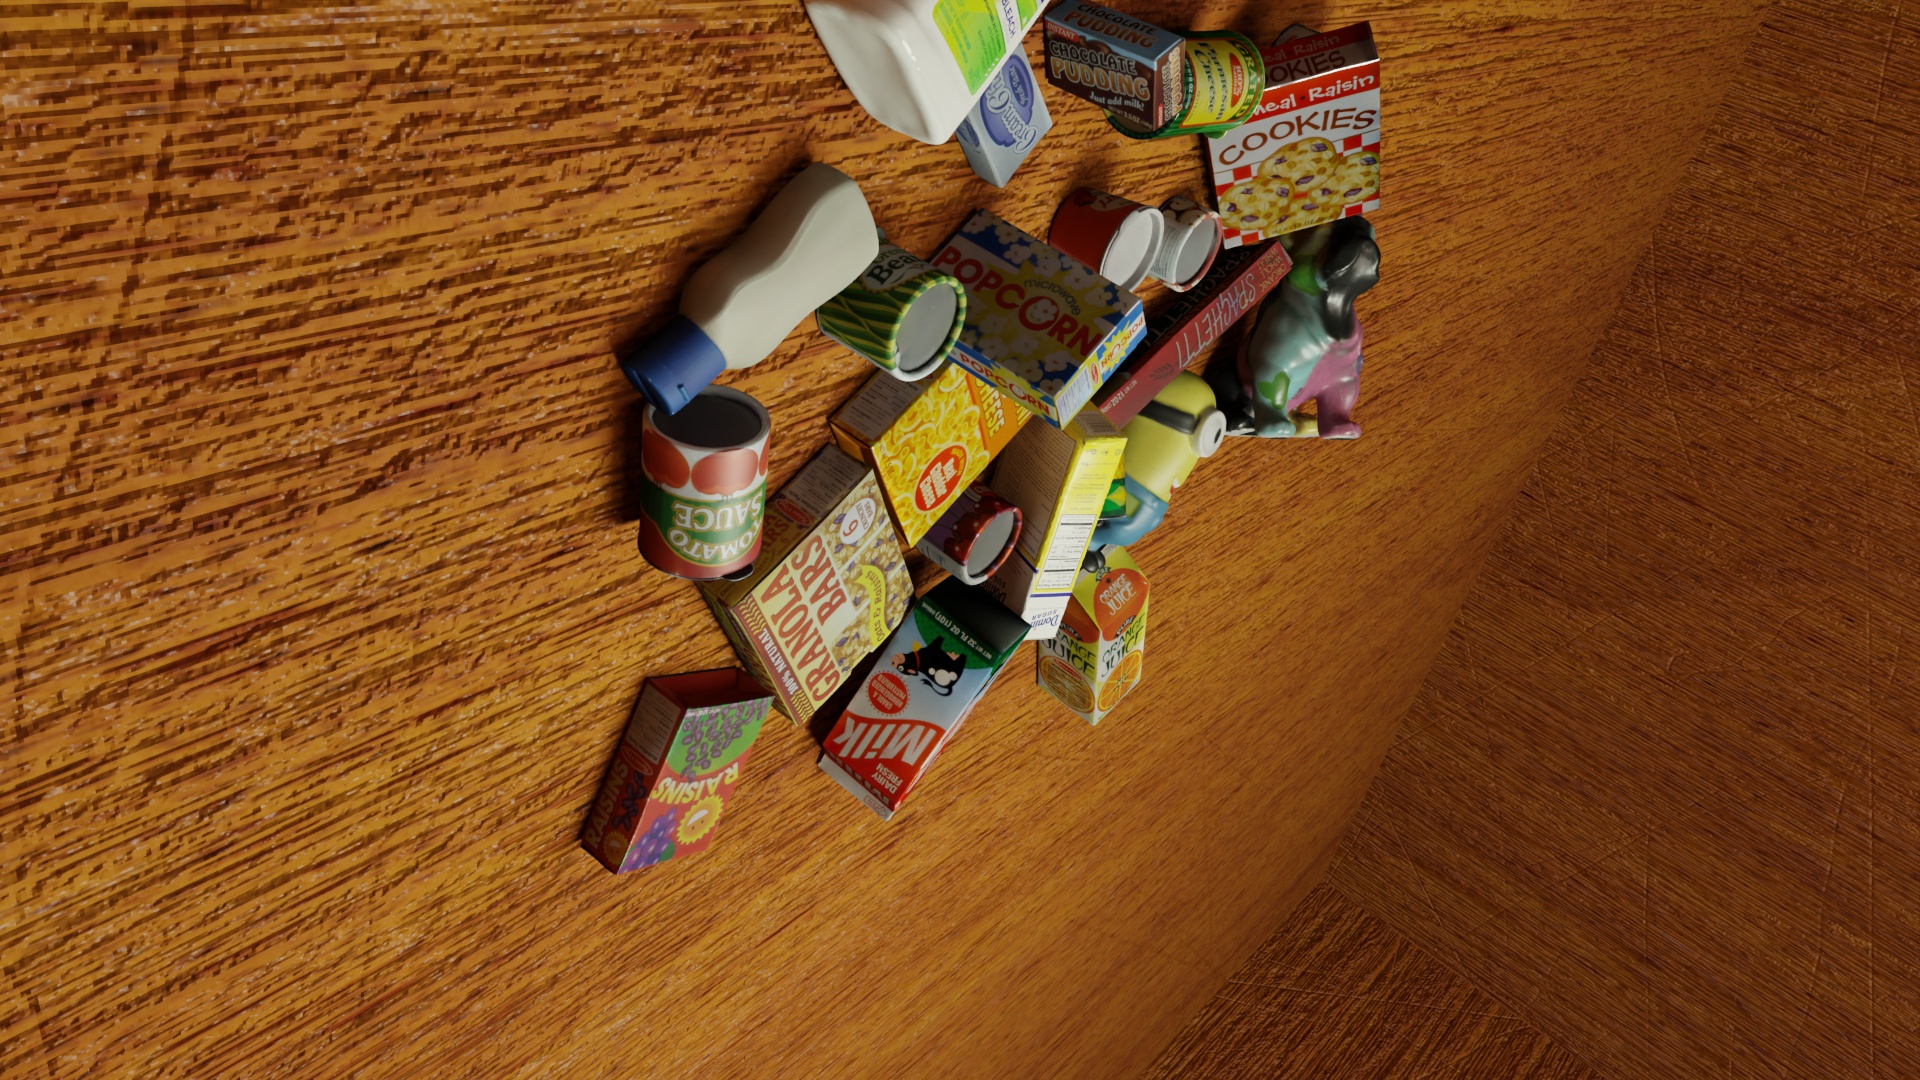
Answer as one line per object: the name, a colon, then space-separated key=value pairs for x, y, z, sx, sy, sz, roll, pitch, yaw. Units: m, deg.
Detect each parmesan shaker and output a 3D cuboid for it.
parmesan shaker: x=0.144 y=-0.294 z=0.905 sx=0.103 sy=0.071 sz=0.071 roll=-24 pitch=139 yaw=-47

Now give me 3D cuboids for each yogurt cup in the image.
yogurt cup: x=0.097 y=-0.204 z=0.941 sx=0.073 sy=0.054 sz=0.072 roll=-39 pitch=149 yaw=-30

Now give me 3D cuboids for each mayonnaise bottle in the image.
mayonnaise bottle: x=-0.106 y=-0.125 z=0.707 sx=0.148 sy=0.041 sz=0.064 roll=-46 pitch=150 yaw=-18

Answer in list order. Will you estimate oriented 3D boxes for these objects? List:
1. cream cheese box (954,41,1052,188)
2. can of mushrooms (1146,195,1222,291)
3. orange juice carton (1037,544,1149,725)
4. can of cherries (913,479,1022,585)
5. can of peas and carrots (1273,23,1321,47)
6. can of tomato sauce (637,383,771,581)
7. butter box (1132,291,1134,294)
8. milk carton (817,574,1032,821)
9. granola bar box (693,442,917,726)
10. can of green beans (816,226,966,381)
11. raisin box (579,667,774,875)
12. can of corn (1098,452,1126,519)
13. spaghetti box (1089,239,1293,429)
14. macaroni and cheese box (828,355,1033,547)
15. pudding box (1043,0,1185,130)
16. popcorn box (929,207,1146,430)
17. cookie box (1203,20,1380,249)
cream cheese box: x=0.018 y=-0.253 z=0.790 sx=0.053 sy=0.024 sz=0.103 roll=-52 pitch=153 yaw=-7
can of mushrooms: x=0.170 y=-0.226 z=1.060 sx=0.071 sy=0.033 sz=0.070 roll=-39 pitch=147 yaw=-31
orange juice carton: x=0.119 y=0.075 z=1.260 sx=0.072 sy=0.073 sz=0.191 roll=-41 pitch=149 yaw=-28
can of cherries: x=0.004 y=-0.012 z=0.990 sx=0.072 sy=0.058 sz=0.071 roll=-39 pitch=149 yaw=-30
can of peas and carrots: x=0.272 y=-0.352 z=1.063 sx=0.071 sy=0.059 sz=0.070 roll=-39 pitch=149 yaw=-30
can of tomato sauce: x=-0.134 y=-0.030 z=0.730 sx=0.071 sy=0.071 sz=0.082 roll=-29 pitch=142 yaw=-42
butter box: x=0.105 y=-0.167 z=1.028 sx=0.053 sy=0.024 sz=0.103 roll=-46 pitch=151 yaw=-22
milk carton: x=-0.034 y=0.121 z=1.022 sx=0.189 sy=0.072 sz=0.074 roll=-56 pitch=171 yaw=23
granola bar box: x=-0.094 y=0.033 z=0.900 sx=0.124 sy=0.039 sz=0.164 roll=-47 pitch=152 yaw=-19
can of green beans: x=-0.039 y=-0.132 z=0.791 sx=0.071 sy=0.058 sz=0.071 roll=-39 pitch=148 yaw=-30
raisin box: x=-0.179 y=0.144 z=0.880 sx=0.086 sy=0.040 sz=0.123 roll=-1 pitch=119 yaw=-59
can of corn: x=0.096 y=-0.047 z=1.077 sx=0.071 sy=0.071 sz=0.058 roll=-9 pitch=98 yaw=-55
spaghetti box: x=0.175 y=-0.163 z=1.113 sx=0.251 sy=0.050 sz=0.028 roll=-43 pitch=115 yaw=-25
macaroni and cheese box: x=-0.003 y=-0.091 z=0.913 sx=0.167 sy=0.040 sz=0.123 roll=-47 pitch=153 yaw=-17
pudding box: x=0.090 y=-0.281 z=0.813 sx=0.030 sy=0.084 sz=0.049 roll=-43 pitch=150 yaw=-24
popcorn box: x=0.035 y=-0.135 z=0.834 sx=0.085 sy=0.127 sz=0.038 roll=-49 pitch=156 yaw=-15
cookie box: x=0.244 y=-0.295 z=1.026 sx=0.123 sy=0.040 sz=0.167 roll=-13 pitch=153 yaw=10
